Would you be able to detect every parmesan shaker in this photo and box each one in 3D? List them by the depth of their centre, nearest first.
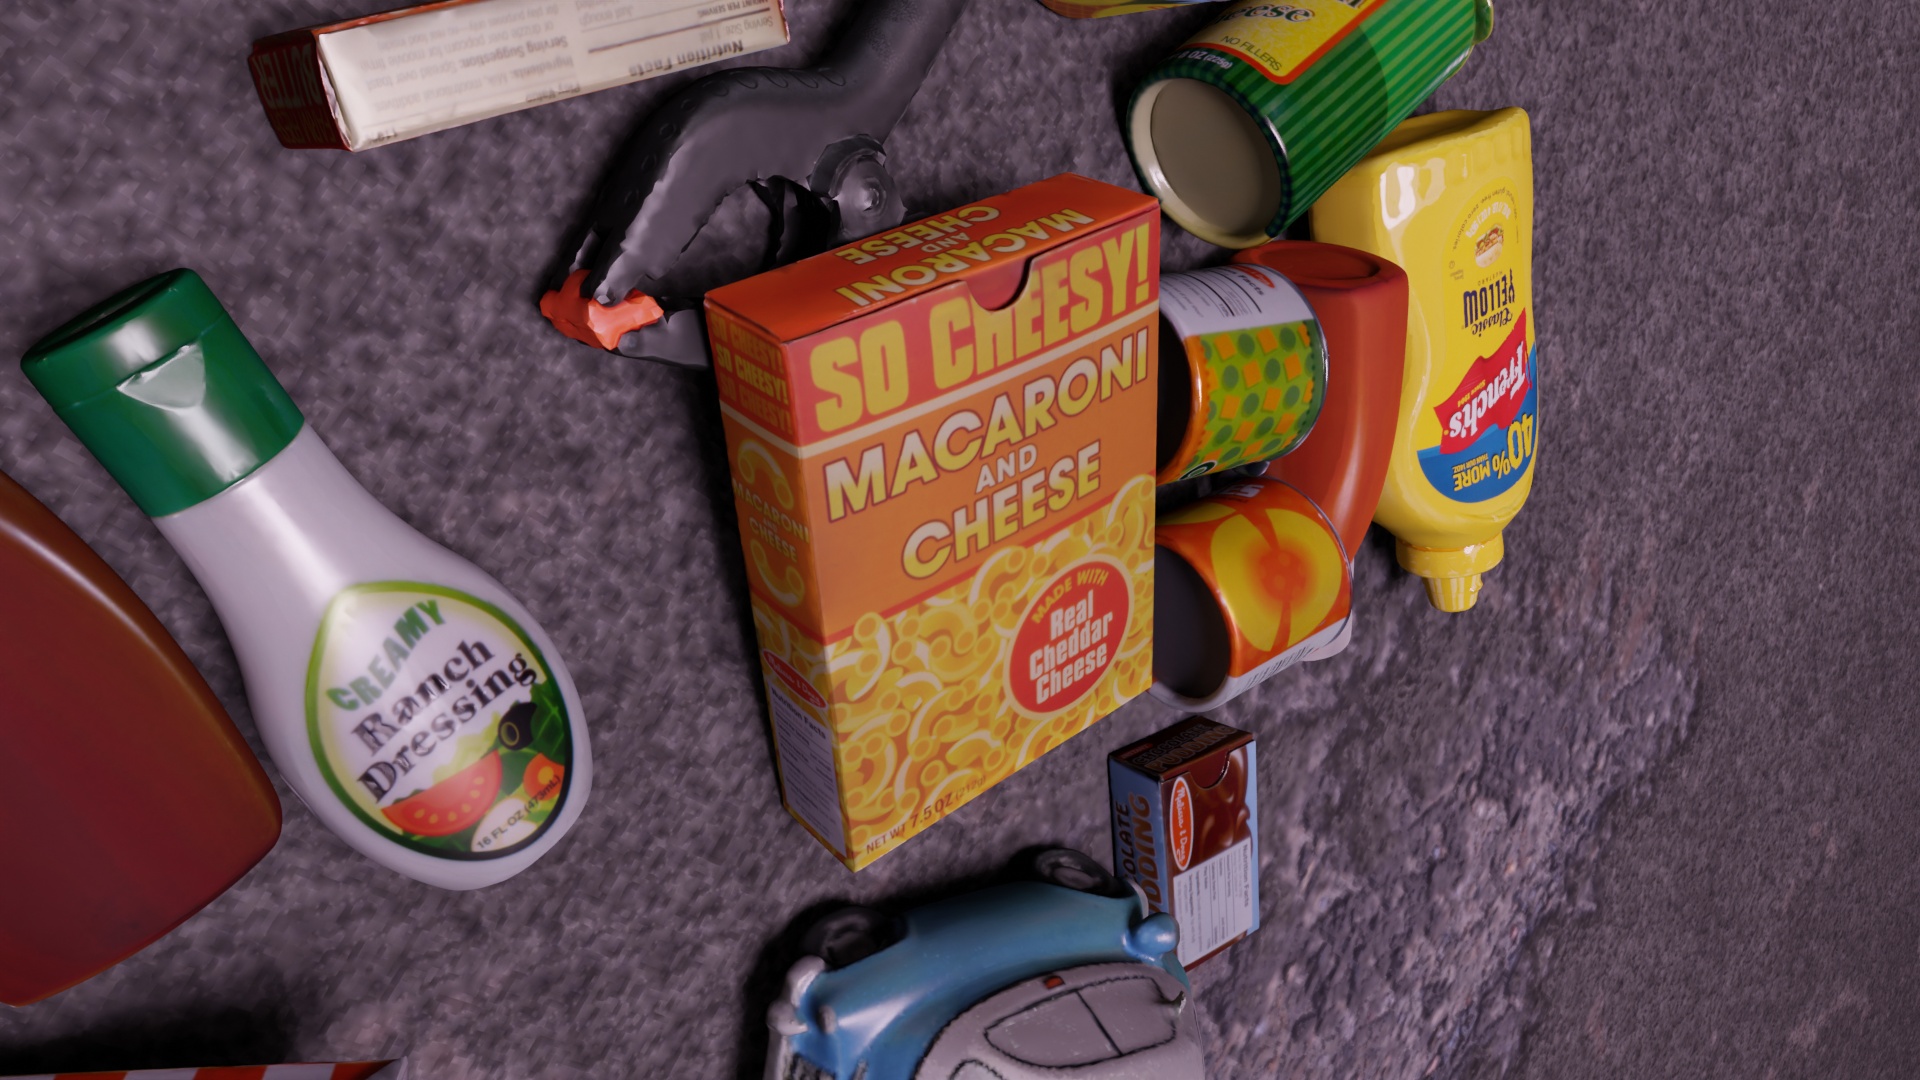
[{"bbox_3d":[0.112,-0.149,0.447,0.103,0.071,0.071,-43,123,-22],"label":"parmesan shaker"}]

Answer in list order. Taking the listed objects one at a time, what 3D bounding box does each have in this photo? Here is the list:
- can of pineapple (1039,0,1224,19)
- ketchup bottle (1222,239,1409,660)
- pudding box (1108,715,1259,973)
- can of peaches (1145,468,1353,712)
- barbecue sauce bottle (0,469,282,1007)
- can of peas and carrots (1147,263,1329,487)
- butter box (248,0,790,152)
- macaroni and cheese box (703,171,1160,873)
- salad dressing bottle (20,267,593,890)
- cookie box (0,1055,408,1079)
[{"bbox_3d":[0.053,-0.186,0.401,0.071,0.058,0.070,-10,107,-36],"label":"can of pineapple"},{"bbox_3d":[0.122,-0.028,0.493,0.044,0.065,0.148,-24,123,-30],"label":"ketchup bottle"},{"bbox_3d":[0.084,0.112,0.513,0.050,0.030,0.083,-17,110,-33],"label":"pudding box"},{"bbox_3d":[0.087,0.016,0.471,0.058,0.071,0.071,-23,114,-32],"label":"can of peaches"},{"bbox_3d":[-0.195,0.015,0.262,0.065,0.043,0.148,-35,119,-27],"label":"barbecue sauce bottle"},{"bbox_3d":[0.072,-0.051,0.443,0.059,0.071,0.070,-13,109,-35],"label":"can of peas and carrots"},{"bbox_3d":[-0.095,-0.109,0.305,0.104,0.053,0.024,-27,119,-30],"label":"butter box"},{"bbox_3d":[0.001,-0.005,0.391,0.124,0.040,0.165,-27,129,-32],"label":"macaroni and cheese box"},{"bbox_3d":[-0.138,0.013,0.306,0.064,0.044,0.147,-43,123,-26],"label":"salad dressing bottle"},{"bbox_3d":[-0.180,0.194,0.287,0.123,0.040,0.167,1,101,-10],"label":"cookie box"}]
